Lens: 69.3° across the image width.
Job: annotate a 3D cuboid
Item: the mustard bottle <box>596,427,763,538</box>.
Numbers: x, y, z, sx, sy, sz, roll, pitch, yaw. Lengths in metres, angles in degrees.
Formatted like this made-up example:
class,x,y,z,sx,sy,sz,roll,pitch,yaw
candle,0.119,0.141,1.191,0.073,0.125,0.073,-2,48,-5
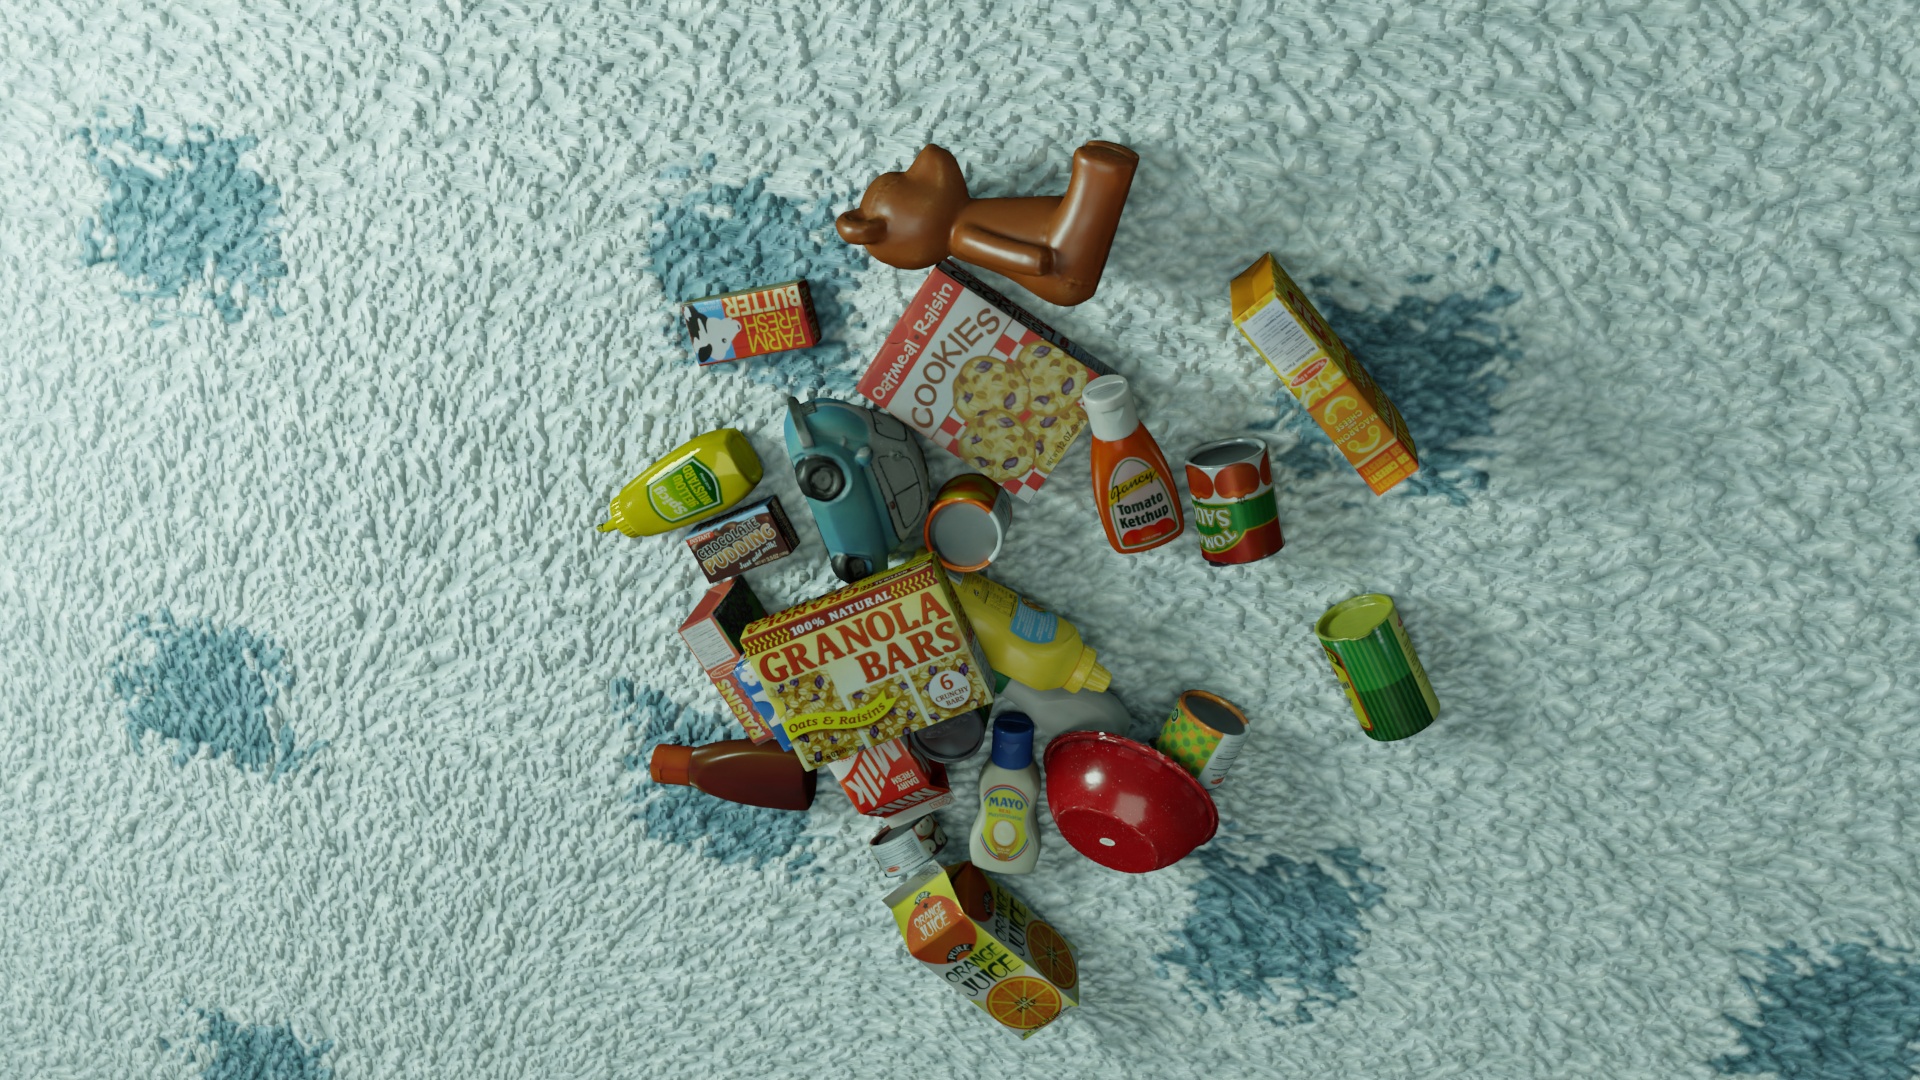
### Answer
class,x,y,z,sx,sy,sz,roll,pitch,yaw
mustard bottle,-0.245,-0.038,1.174,0.160,0.049,0.065,-26,104,18

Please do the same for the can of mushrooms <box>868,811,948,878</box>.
class,x,y,z,sx,sy,sz,roll,pitch,yaw
can of mushrooms,-0.047,0.273,1.261,0.071,0.071,0.033,-28,95,19

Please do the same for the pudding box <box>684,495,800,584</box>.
class,x,y,z,sx,sy,sz,roll,pitch,yaw
pudding box,-0.187,-0.001,1.190,0.083,0.030,0.049,-20,107,16

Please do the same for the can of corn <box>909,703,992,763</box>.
class,x,y,z,sx,sy,sz,roll,pitch,yaw
can of corn,-0.009,0.148,1.207,0.071,0.058,0.071,3,113,8

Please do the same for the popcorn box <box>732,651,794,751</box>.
class,x,y,z,sx,sy,sz,roll,pitch,yaw
popcorn box,-0.108,0.106,1.136,0.126,0.038,0.085,-27,106,11

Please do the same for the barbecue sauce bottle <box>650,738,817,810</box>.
class,x,y,z,sx,sy,sz,roll,pitch,yaw
barbecue sauce bottle,-0.208,0.211,1.275,0.148,0.044,0.064,4,113,9

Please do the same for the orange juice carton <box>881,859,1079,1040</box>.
class,x,y,z,sx,sy,sz,roll,pitch,yaw
orange juice carton,0.019,0.365,1.270,0.071,0.073,0.192,-40,110,22

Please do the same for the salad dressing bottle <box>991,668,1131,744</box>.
class,x,y,z,sx,sy,sz,roll,pitch,yaw
salad dressing bottle,0.073,0.134,1.196,0.148,0.044,0.064,30,123,-2

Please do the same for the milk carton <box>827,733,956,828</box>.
class,x,y,z,sx,sy,sz,roll,pitch,yaw
milk carton,-0.079,0.167,1.217,0.072,0.074,0.190,-26,106,16

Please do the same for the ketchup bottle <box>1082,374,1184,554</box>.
class,x,y,z,sx,sy,sz,roll,pitch,yaw
ketchup bottle,0.130,-0.060,1.083,0.065,0.044,0.148,-19,126,4

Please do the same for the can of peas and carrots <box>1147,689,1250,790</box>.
class,x,y,z,sx,sy,sz,roll,pitch,yaw
can of peas and carrots,0.202,0.167,1.176,0.071,0.071,0.058,24,114,-1

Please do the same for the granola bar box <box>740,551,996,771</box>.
class,x,y,z,sx,sy,sz,roll,pitch,yaw
granola bar box,-0.071,0.096,1.088,0.165,0.039,0.124,-22,105,9

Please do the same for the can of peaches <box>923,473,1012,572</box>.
class,x,y,z,sx,sy,sz,roll,pitch,yaw
can of peaches,0.004,-0.014,1.138,0.071,0.058,0.071,3,113,8

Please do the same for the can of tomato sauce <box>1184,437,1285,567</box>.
class,x,y,z,sx,sy,sz,roll,pitch,yaw
can of tomato sauce,0.213,-0.031,1.090,0.071,0.071,0.082,-10,110,13

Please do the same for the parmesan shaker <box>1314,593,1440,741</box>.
class,x,y,z,sx,sy,sz,roll,pitch,yaw
parmesan shaker,0.338,0.105,1.124,0.071,0.071,0.103,-23,107,18

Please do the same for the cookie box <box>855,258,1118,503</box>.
class,x,y,z,sx,sy,sz,roll,pitch,yaw
cookie box,0.020,-0.126,1.098,0.167,0.040,0.122,33,114,-5

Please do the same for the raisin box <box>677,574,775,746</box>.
class,x,y,z,sx,sy,sz,roll,pitch,yaw
raisin box,-0.185,0.103,1.202,0.040,0.086,0.123,-27,106,17

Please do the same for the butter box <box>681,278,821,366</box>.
class,x,y,z,sx,sy,sz,roll,pitch,yaw
butter box,-0.168,-0.176,1.118,0.103,0.024,0.053,-8,110,12

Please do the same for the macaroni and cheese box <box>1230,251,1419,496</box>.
class,x,y,z,sx,sy,sz,roll,pitch,yaw
macaroni and cheese box,0.264,-0.124,1.012,0.040,0.124,0.166,-38,102,23

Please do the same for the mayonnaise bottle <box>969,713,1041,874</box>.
class,x,y,z,sx,sy,sz,roll,pitch,yaw
mayonnaise bottle,0.043,0.226,1.240,0.065,0.041,0.147,6,114,9
